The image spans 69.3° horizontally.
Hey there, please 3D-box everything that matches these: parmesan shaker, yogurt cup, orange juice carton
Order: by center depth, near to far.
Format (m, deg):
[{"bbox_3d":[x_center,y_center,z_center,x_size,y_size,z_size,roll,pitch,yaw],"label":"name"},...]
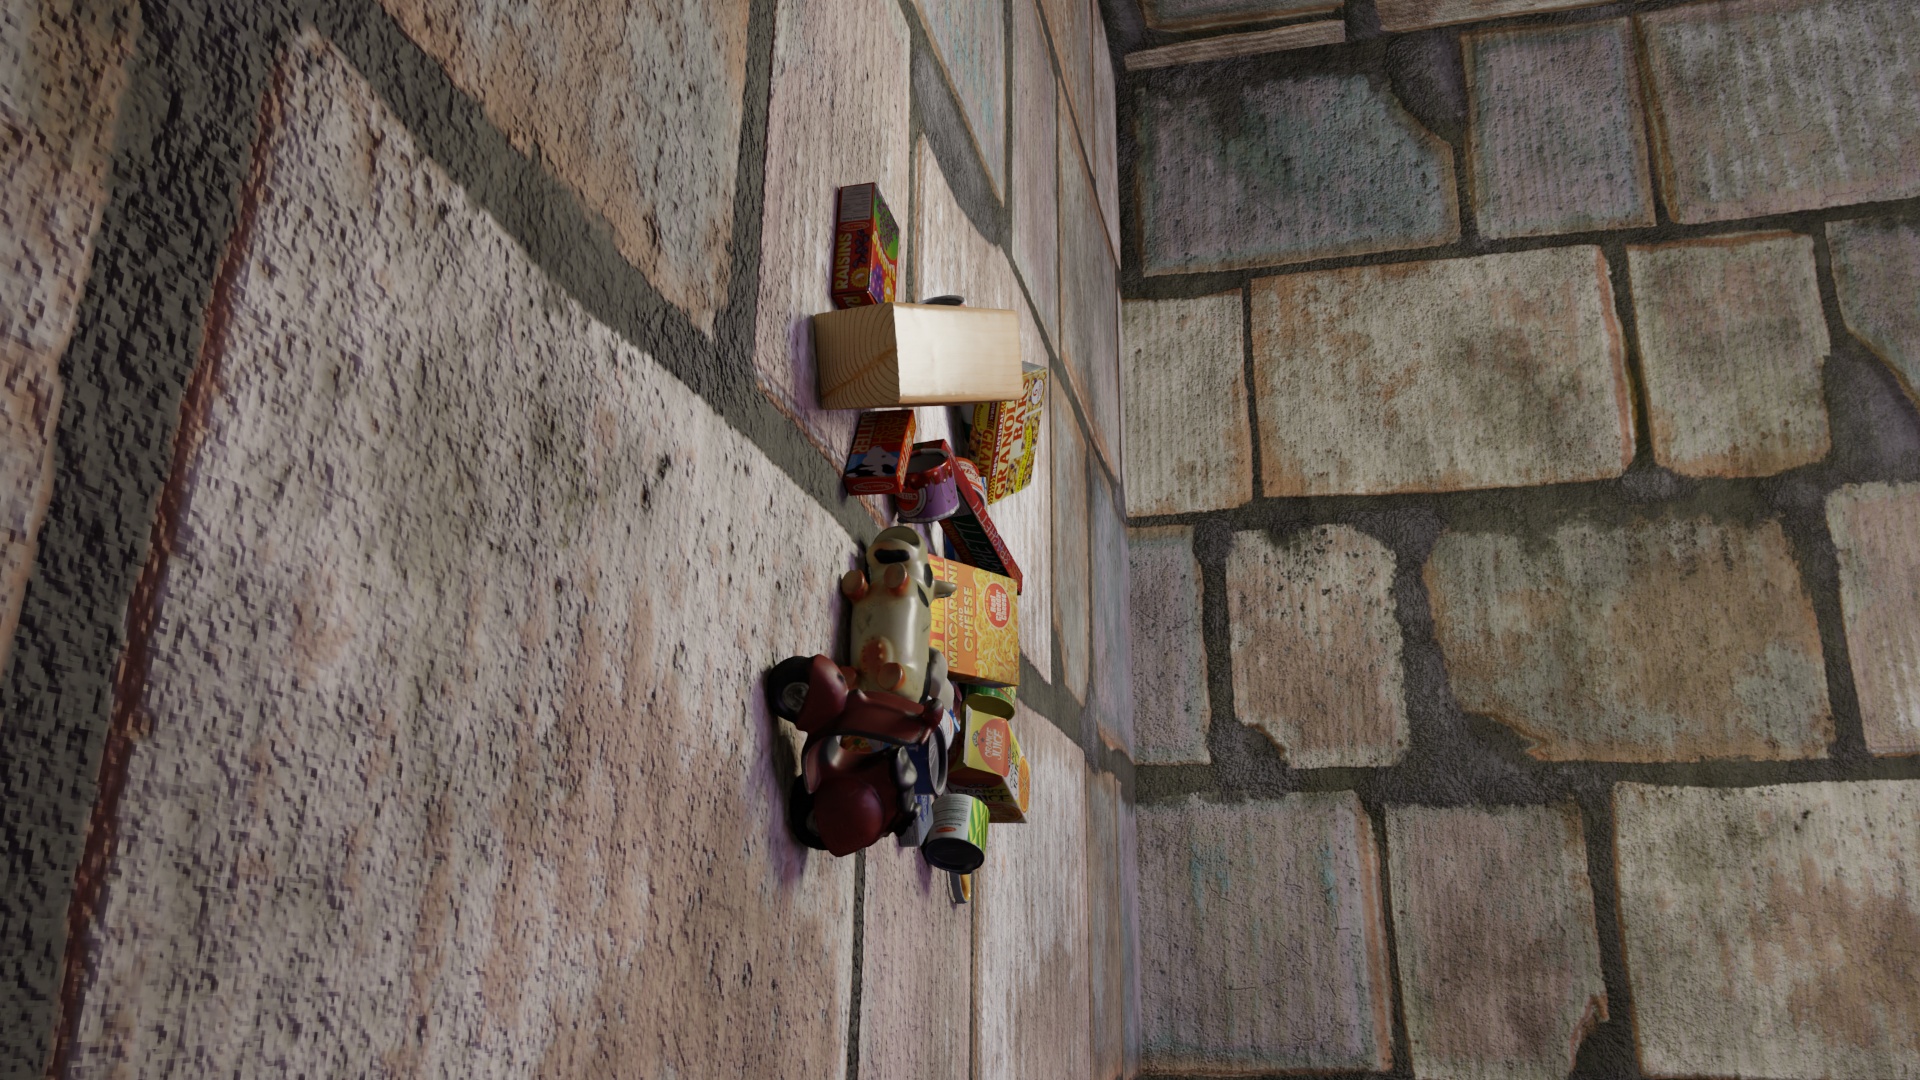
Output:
[{"bbox_3d":[-0.005,-0.059,1.600,0.054,0.072,0.072,-92,169,-45],"label":"yogurt cup"},{"bbox_3d":[0.028,0.265,1.629,0.192,0.073,0.072,66,25,-54],"label":"orange juice carton"},{"bbox_3d":[0.037,0.164,1.708,0.071,0.071,0.103,71,20,-49],"label":"parmesan shaker"}]

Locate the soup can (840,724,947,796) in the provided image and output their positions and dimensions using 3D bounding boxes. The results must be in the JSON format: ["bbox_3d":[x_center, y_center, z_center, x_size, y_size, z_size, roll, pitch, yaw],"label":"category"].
[{"bbox_3d":[-0.060,0.196,1.256,0.071,0.084,0.071,-5,92,-77],"label":"soup can"}]

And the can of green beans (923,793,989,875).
[{"bbox_3d":[-0.004,0.315,1.497,0.058,0.071,0.071,-80,161,-45],"label":"can of green beans"}]

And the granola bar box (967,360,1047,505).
[{"bbox_3d":[0.057,-0.136,1.769,0.125,0.039,0.164,-27,130,-55],"label":"granola bar box"}]

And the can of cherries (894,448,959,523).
[{"bbox_3d":[-0.040,-0.057,1.450,0.072,0.071,0.058,-69,152,-60],"label":"can of cherries"}]

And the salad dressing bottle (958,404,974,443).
[{"bbox_3d":[0.013,-0.186,1.751,0.064,0.044,0.147,-82,164,-47],"label":"salad dressing bottle"}]

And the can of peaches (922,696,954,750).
[{"bbox_3d":[-0.049,0.181,1.347,0.058,0.071,0.071,51,38,-60],"label":"can of peaches"}]

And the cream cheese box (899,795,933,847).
[{"bbox_3d":[-0.050,0.253,1.409,0.053,0.024,0.103,-52,137,-71],"label":"cream cheese box"}]

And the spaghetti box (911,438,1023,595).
[{"bbox_3d":[0.006,-0.020,1.570,0.249,0.050,0.029,59,33,-43],"label":"spaghetti box"}]

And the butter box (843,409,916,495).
[{"bbox_3d":[-0.076,-0.086,1.332,0.104,0.053,0.024,-79,163,-46],"label":"butter box"}]

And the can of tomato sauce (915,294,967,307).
[{"bbox_3d":[-0.019,-0.231,1.584,0.071,0.071,0.082,-69,152,-60],"label":"can of tomato sauce"}]

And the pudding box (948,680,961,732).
[{"bbox_3d":[-0.022,0.174,1.534,0.083,0.030,0.050,67,22,-54],"label":"pudding box"}]

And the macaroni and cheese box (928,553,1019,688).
[{"bbox_3d":[0.001,0.091,1.510,0.166,0.040,0.124,18,65,-51],"label":"macaroni and cheese box"}]

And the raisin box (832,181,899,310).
[{"bbox_3d":[-0.090,-0.271,1.351,0.086,0.040,0.124,58,32,-65],"label":"raisin box"}]

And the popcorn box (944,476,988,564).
[{"bbox_3d":[0.008,-0.015,1.691,0.085,0.038,0.126,-8,94,-75],"label":"popcorn box"}]

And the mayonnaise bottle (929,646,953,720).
[{"bbox_3d":[-0.037,0.153,1.418,0.147,0.065,0.041,72,29,-58],"label":"mayonnaise bottle"}]
